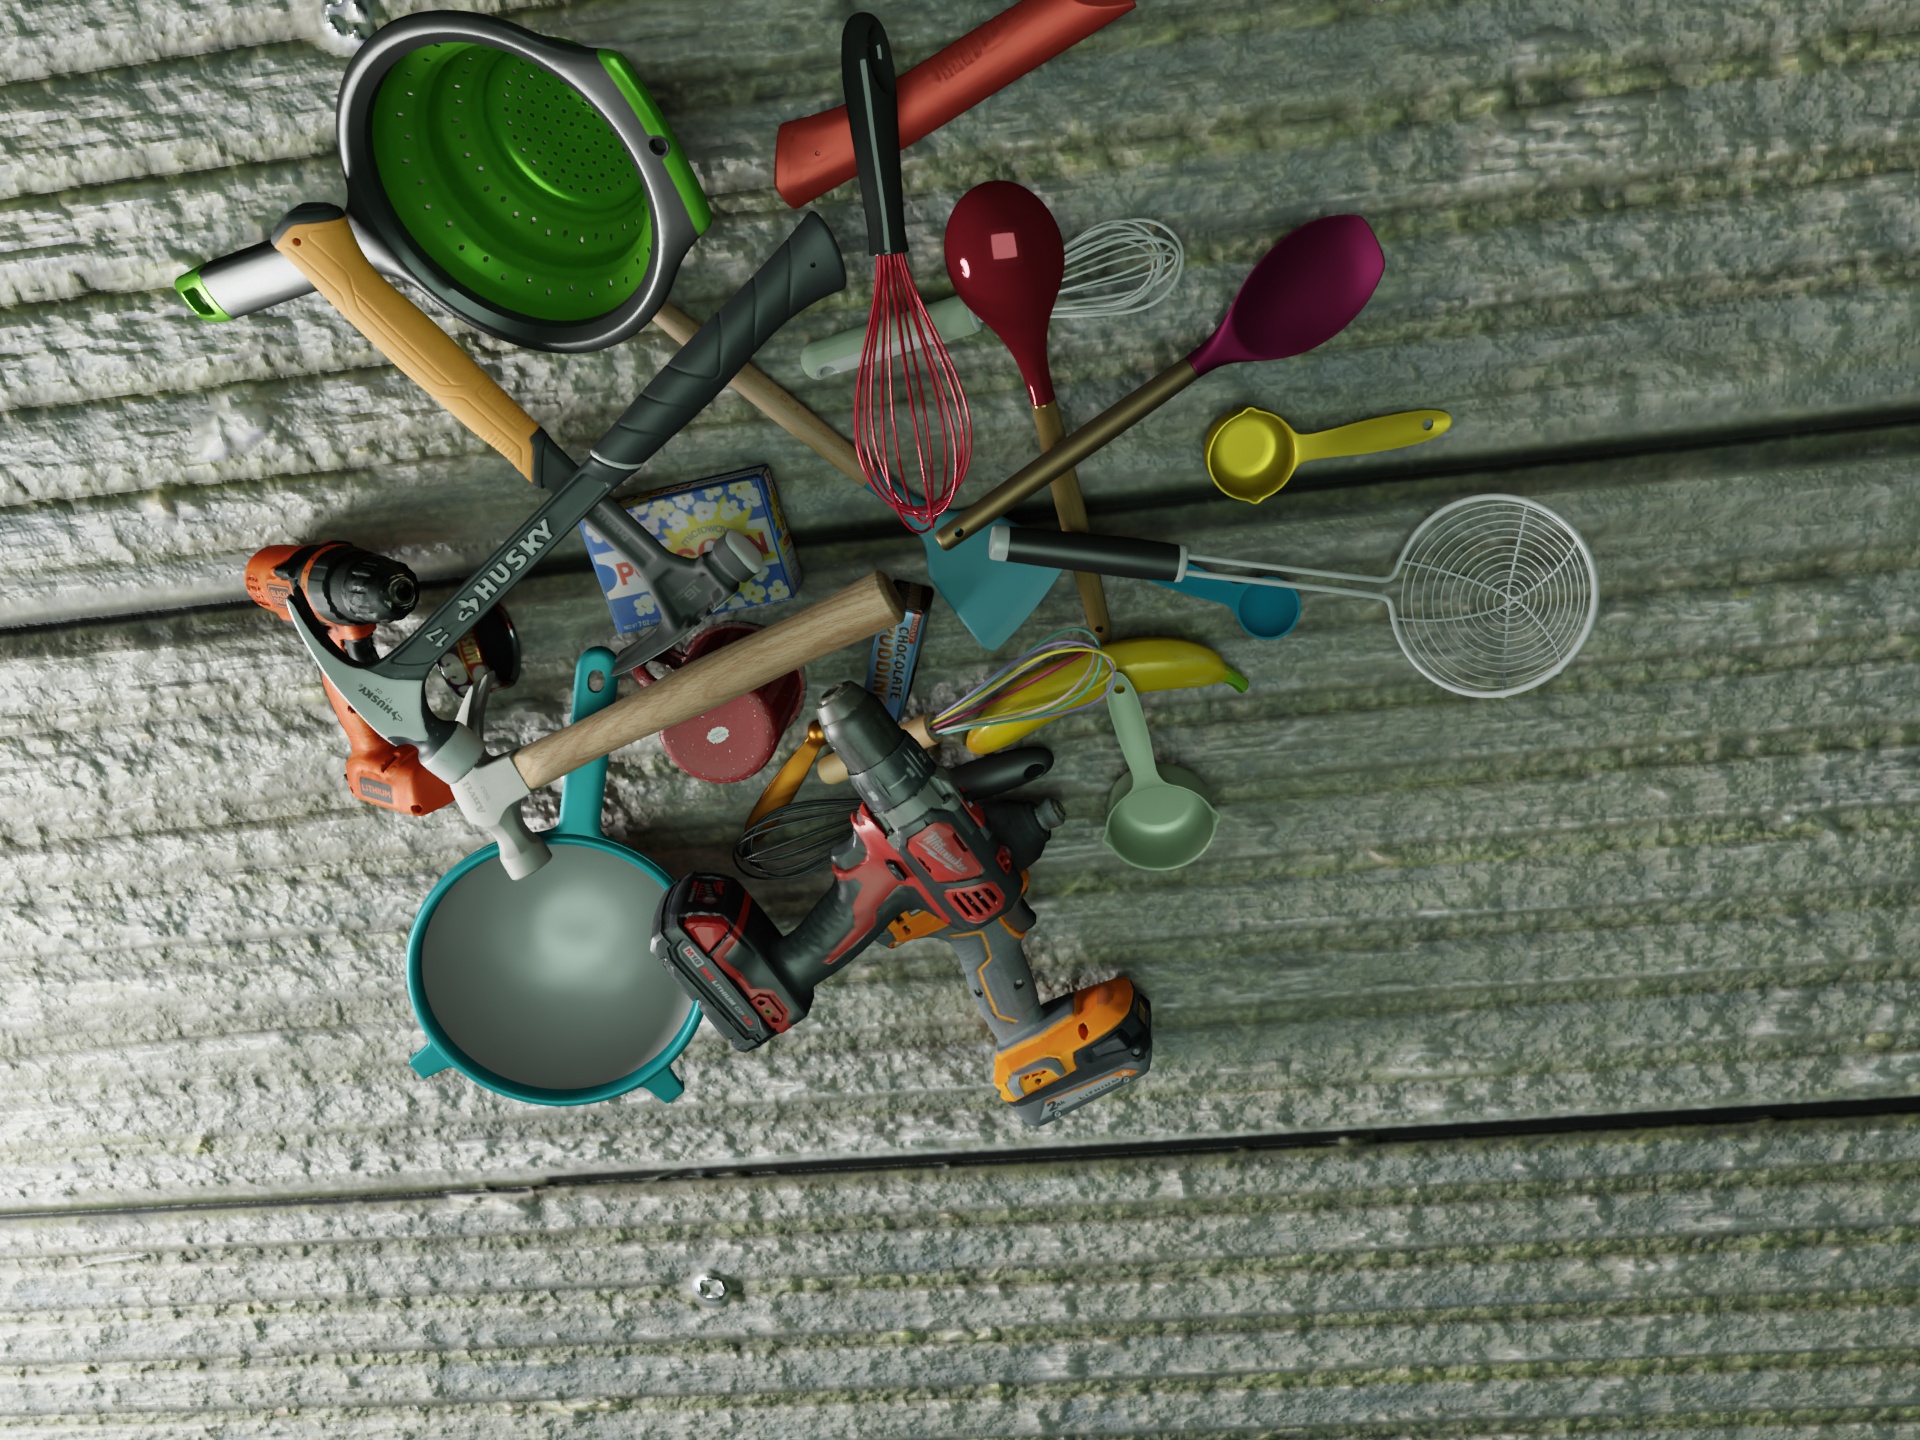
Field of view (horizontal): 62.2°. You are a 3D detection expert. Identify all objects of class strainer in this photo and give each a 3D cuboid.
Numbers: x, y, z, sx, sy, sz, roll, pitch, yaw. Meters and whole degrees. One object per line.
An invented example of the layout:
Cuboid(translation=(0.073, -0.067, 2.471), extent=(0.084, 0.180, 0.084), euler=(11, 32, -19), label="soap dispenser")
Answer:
Cuboid(translation=(-0.274, 0.104, 1.140), extent=(0.211, 0.095, 0.340), euler=(8, 104, -9), label="strainer")

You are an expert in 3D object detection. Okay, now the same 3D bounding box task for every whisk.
Cuboid(translation=(-0.003, -0.005, 1.059), extent=(0.245, 0.047, 0.051), euler=(-22, 82, 32), label="whisk")
Cuboid(translation=(-0.048, 0.063, 1.118), extent=(0.239, 0.055, 0.055), euler=(-18, 112, 7), label="whisk")
Cuboid(translation=(0.016, -0.251, 0.970), extent=(0.246, 0.057, 0.059), euler=(-13, 78, 16), label="whisk")
Cuboid(translation=(-0.039, -0.253, 0.929), extent=(0.073, 0.073, 0.295), euler=(-4, 111, 7), label="whisk")

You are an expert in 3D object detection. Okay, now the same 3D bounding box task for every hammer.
Cuboid(translation=(-0.281, -0.174, 0.974), extent=(0.127, 0.034, 0.336), euler=(-37, 113, 19), label="hammer")
Cuboid(translation=(-0.186, -0.015, 1.013), extent=(0.331, 0.031, 0.130), euler=(-24, 104, 16), label="hammer")
Cuboid(translation=(0.053, -0.388, 0.908), extent=(0.359, 0.037, 0.149), euler=(-27, 110, 16), label="hammer")
Cuboid(translation=(-0.222, -0.146, 0.946), extent=(0.409, 0.036, 0.149), euler=(-44, 114, 7), label="hammer")

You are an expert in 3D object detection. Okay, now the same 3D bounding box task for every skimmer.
Cuboid(translation=(0.201, -0.091, 0.982), extent=(0.363, 0.090, 0.127), euler=(6, 94, -5), label="skimmer")

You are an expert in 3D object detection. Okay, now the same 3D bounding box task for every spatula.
Cuboid(translation=(-0.077, -0.172, 1.015), extent=(0.317, 0.044, 0.082), euler=(37, 102, -10), label="spatula")

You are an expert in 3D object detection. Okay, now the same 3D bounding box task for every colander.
Cuboid(translation=(-0.314, -0.314, 0.954), extent=(0.397, 0.095, 0.204), euler=(-7, 132, 28), label="colander")

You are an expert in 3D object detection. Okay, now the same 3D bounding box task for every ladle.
Cuboid(translation=(0.055, -0.175, 0.980), extent=(0.069, 0.031, 0.315), euler=(-9, 126, 13), label="ladle")

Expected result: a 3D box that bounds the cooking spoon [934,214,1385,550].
Cuboid(translation=(0.118, -0.198, 0.960), extent=(0.319, 0.017, 0.068), euler=(-35, 114, 2), label="cooking spoon")

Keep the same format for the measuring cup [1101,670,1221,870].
Cuboid(translation=(0.124, 0.028, 1.079), extent=(0.083, 0.038, 0.167), euler=(-14, 122, 11), label="measuring cup")

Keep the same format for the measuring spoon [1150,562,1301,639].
Cuboid(translation=(0.162, -0.090, 1.048), extent=(0.128, 0.021, 0.042), euler=(21, 104, 5), label="measuring spoon")

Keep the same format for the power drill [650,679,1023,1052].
Cuboid(translation=(-0.095, 0.096, 1.050), extent=(0.226, 0.080, 0.187), euler=(-32, 108, 12), label="power drill")

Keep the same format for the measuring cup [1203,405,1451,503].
Cuboid(translation=(0.229, -0.178, 1.000), extent=(0.156, 0.029, 0.062), euler=(-10, 114, -3), label="measuring cup")

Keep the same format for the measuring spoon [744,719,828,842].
Cuboid(translation=(-0.124, 0.046, 1.136), extent=(0.021, 0.011, 0.117), euler=(32, 114, -9), label="measuring spoon")

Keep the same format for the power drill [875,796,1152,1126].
Cuboid(translation=(0.047, 0.164, 1.139), extent=(0.164, 0.084, 0.226), euler=(-31, 105, 17), label="power drill")
